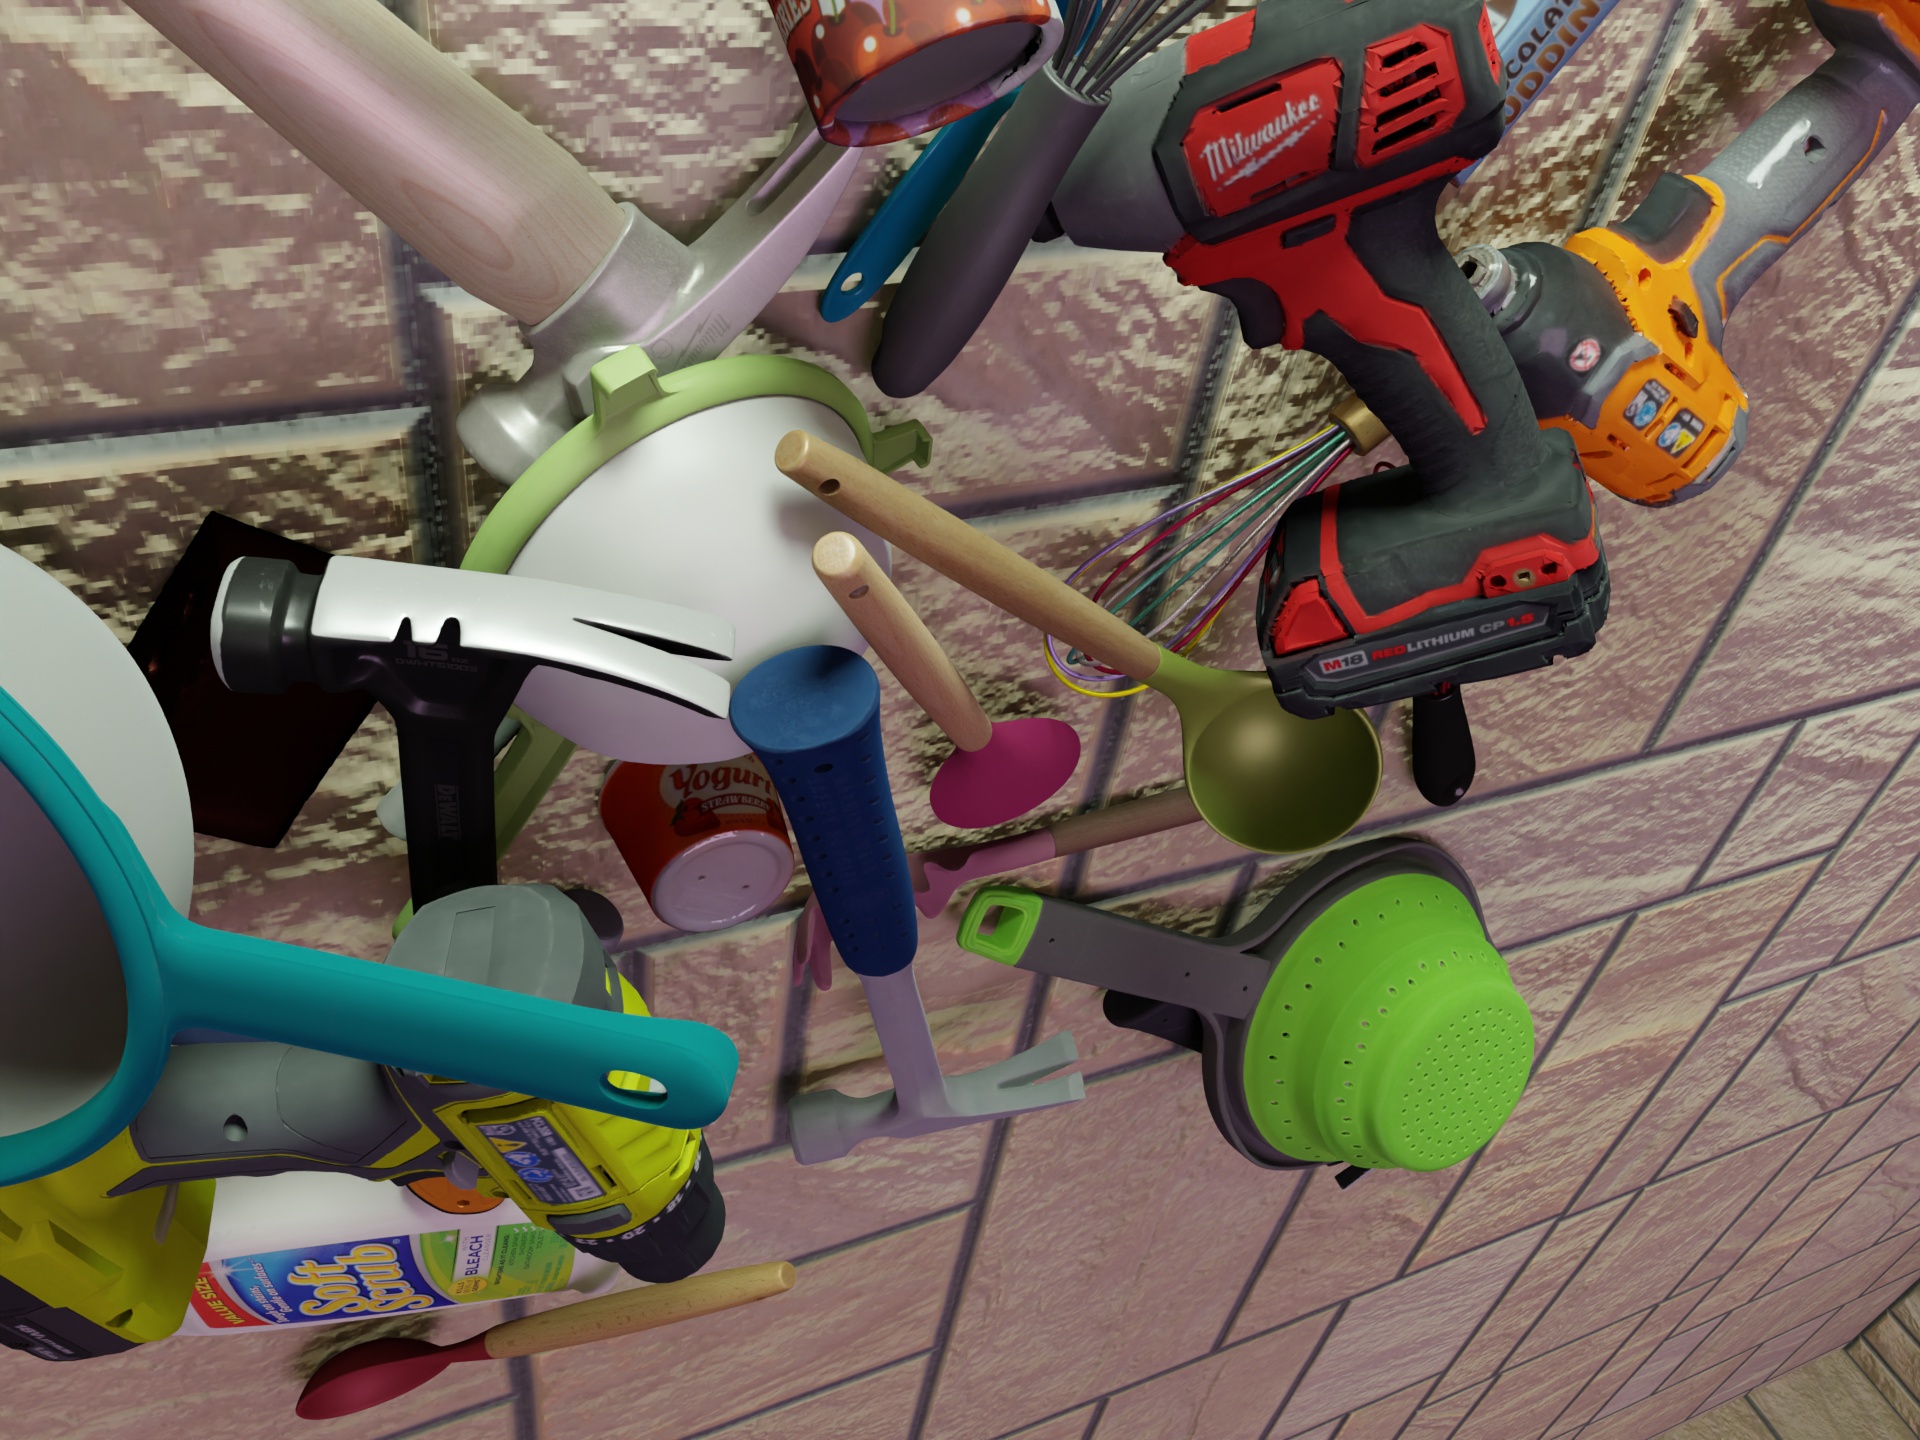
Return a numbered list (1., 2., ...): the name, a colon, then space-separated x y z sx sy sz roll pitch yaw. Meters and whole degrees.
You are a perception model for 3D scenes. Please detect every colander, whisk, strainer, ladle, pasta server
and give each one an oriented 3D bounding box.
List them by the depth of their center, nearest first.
1. strainer: -0.215 0.027 0.395 0.340 0.095 0.210 13 125 -1
2. whisk: 0.031 -0.170 0.429 0.055 0.055 0.239 0 147 -33
3. strainer: -0.104 0.005 0.507 0.256 0.069 0.151 -51 156 22
4. ladle: 0.053 -0.019 0.541 0.078 0.062 0.319 -38 144 22
5. whisk: 0.133 -0.093 0.612 0.245 0.047 0.051 -39 156 3
6. ladle: -0.192 0.276 0.713 0.315 0.031 0.069 -24 156 31
7. whisk: 0.214 -0.028 0.722 0.073 0.073 0.295 -33 147 1
8. pasta server: 0.067 0.056 0.727 0.316 0.040 0.060 -13 152 -23
9. colander: 0.174 0.152 0.812 0.396 0.095 0.204 18 98 -34

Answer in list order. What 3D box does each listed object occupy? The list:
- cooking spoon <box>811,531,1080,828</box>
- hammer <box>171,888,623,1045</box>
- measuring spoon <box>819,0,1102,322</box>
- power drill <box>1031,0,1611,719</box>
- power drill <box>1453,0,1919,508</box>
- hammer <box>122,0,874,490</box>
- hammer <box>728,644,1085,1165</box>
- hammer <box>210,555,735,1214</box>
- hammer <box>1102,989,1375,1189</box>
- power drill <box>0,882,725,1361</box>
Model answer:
1. cooking spoon: -0.001 -0.002 0.561 0.069 0.017 0.318 -30 161 3
2. hammer: -0.289 0.098 0.548 0.330 0.033 0.128 12 123 -40
3. measuring spoon: -0.008 -0.171 0.465 0.042 0.021 0.128 -3 143 -50
4. power drill: 0.116 -0.113 0.503 0.143 0.079 0.219 -14 124 24
5. power drill: 0.266 -0.193 0.546 0.164 0.084 0.226 16 116 -41
6. hammer: -0.186 -0.192 0.311 0.146 0.038 0.410 -43 139 11
7. hammer: -0.024 0.093 0.617 0.144 0.035 0.405 -11 150 -2
8. hammer: -0.155 0.079 0.520 0.127 0.034 0.336 6 138 -11
9. hammer: 0.210 0.214 0.985 0.149 0.036 0.408 -44 138 16
10. power drill: -0.195 0.139 0.504 0.228 0.080 0.190 -10 139 4
